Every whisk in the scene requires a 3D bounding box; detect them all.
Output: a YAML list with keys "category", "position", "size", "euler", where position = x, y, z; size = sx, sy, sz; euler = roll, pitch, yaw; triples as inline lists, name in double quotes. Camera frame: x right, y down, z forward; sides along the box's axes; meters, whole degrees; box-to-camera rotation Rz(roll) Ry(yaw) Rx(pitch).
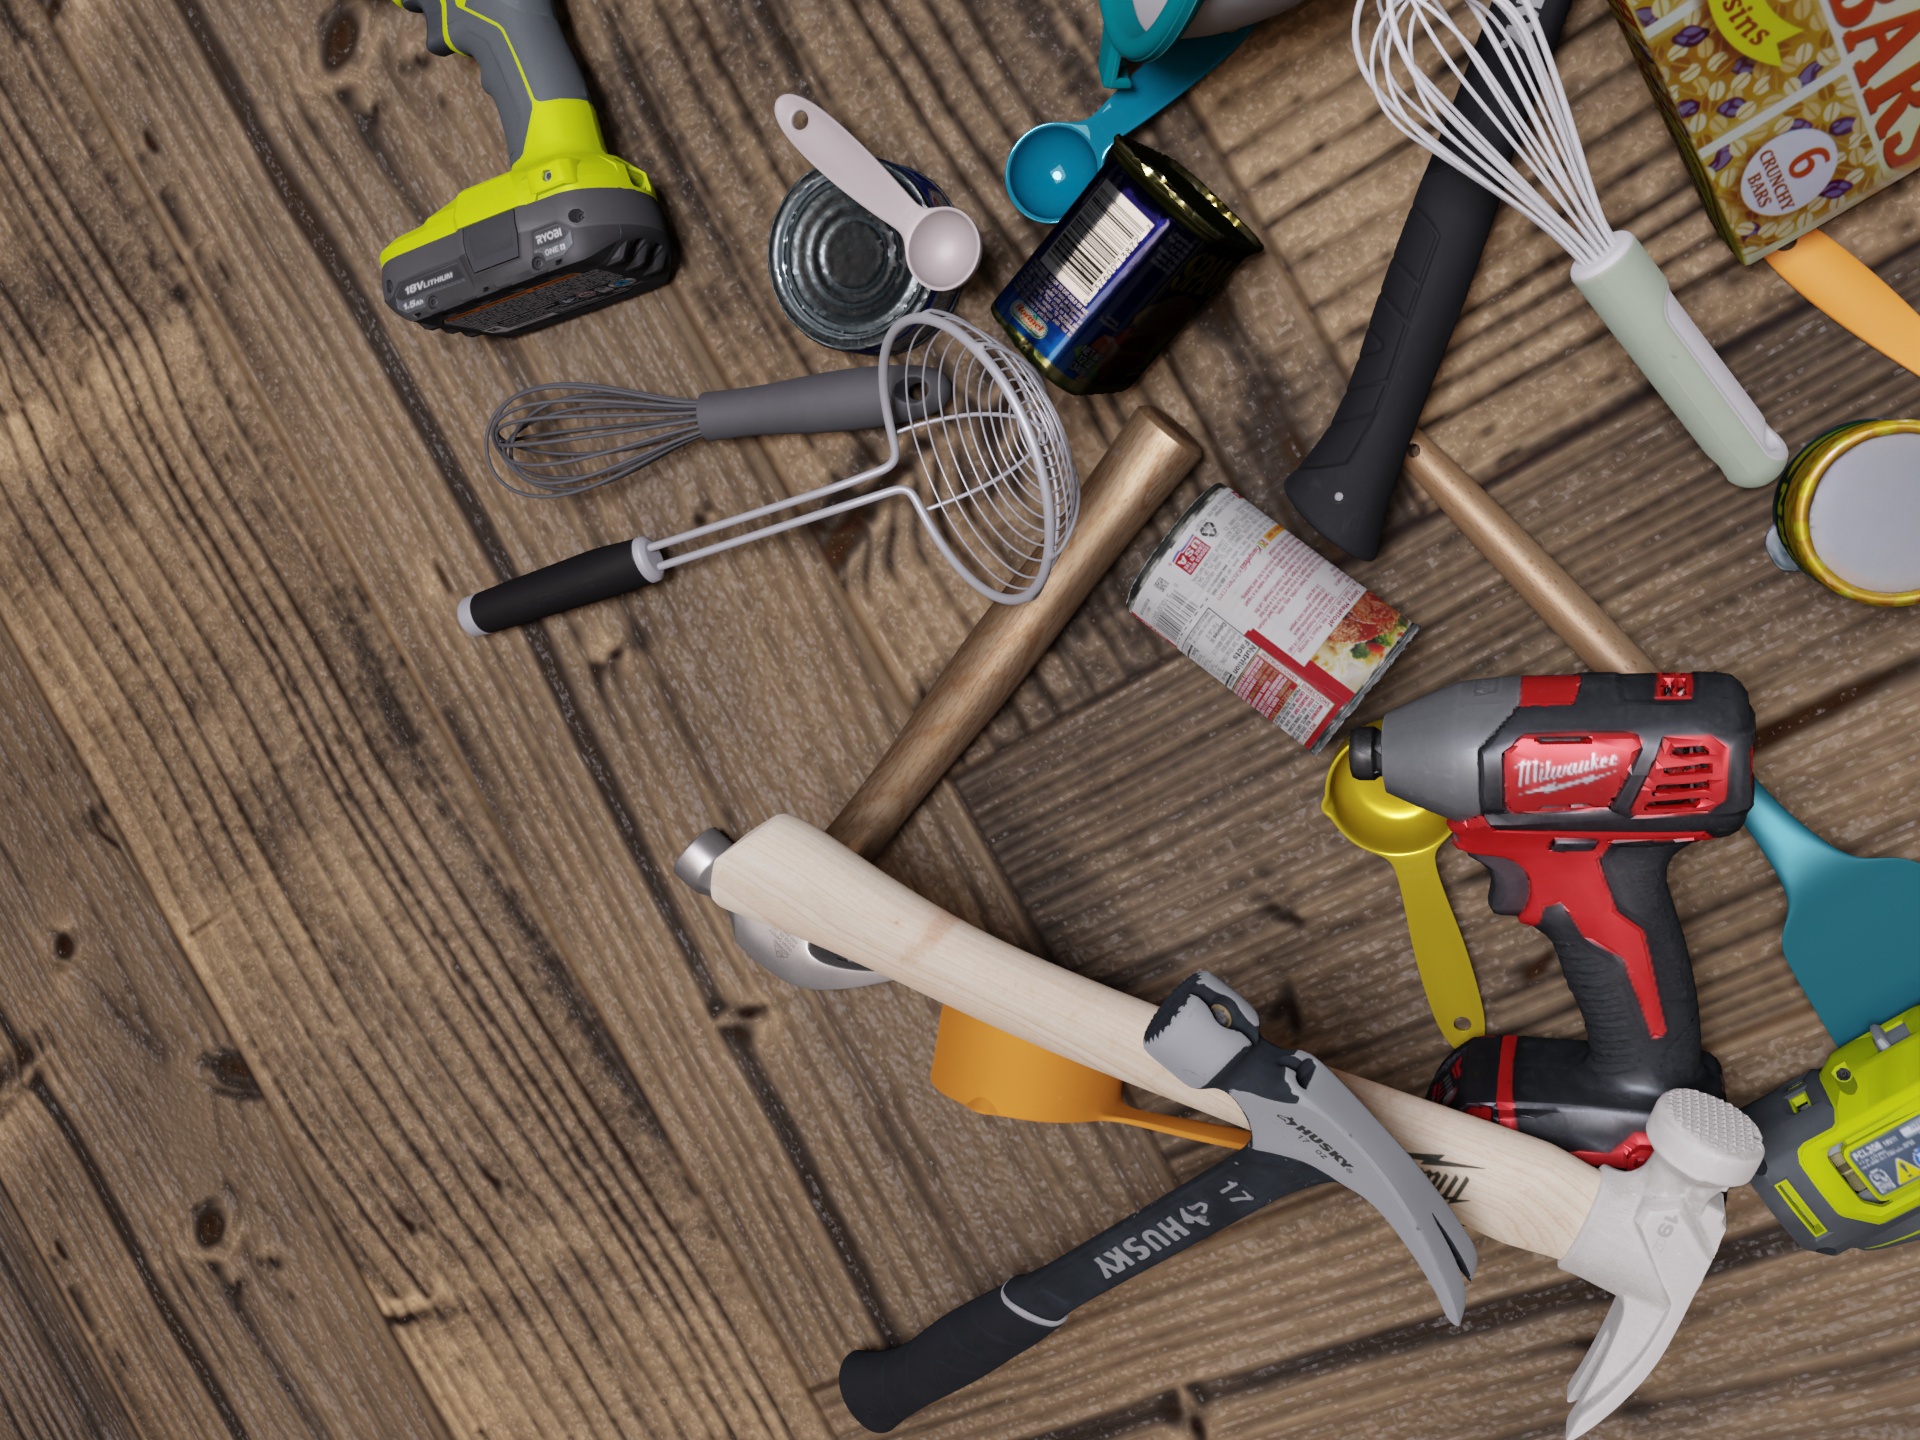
- category: "whisk"
  position: [0.226, -0.173, 0.569]
  size: [0.246, 0.058, 0.059]
  euler: [43, 139, -19]
- category: "whisk"
  position: [-0.118, -0.140, 0.750]
  size: [0.239, 0.055, 0.055]
  euler: [-4, 99, 17]

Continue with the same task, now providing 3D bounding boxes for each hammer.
- category: "hammer"
  position: [-0.001, -0.002, 0.738]
  size: [0.130, 0.031, 0.331]
  euler: [42, 111, 9]
- category: "hammer"
  position: [0.082, 0.142, 0.639]
  size: [0.411, 0.038, 0.146]
  euler: [20, 114, 15]
- category: "hammer"
  position: [0.046, 0.246, 0.682]
  size: [0.149, 0.036, 0.408]
  euler: [40, 136, 0]
- category: "hammer"
  position: [0.205, -0.223, 0.606]
  size: [0.146, 0.035, 0.334]
  euler: [22, 104, 16]

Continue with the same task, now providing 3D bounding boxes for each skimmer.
- category: "skimmer"
  position: [-0.110, -0.081, 0.722]
  size: [0.363, 0.090, 0.127]
  euler: [-13, 106, 27]

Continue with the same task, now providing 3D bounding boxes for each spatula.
- category: "spatula"
  position: [0.282, -0.002, 0.635]
  size: [0.082, 0.044, 0.317]
  euler: [-44, 78, 24]

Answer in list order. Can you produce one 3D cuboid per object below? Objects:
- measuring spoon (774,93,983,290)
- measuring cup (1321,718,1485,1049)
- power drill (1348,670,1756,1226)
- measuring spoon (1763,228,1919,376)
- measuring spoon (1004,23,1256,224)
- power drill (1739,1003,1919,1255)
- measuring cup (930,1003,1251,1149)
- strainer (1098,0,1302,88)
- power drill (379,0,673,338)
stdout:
- category: "measuring spoon"
  position: [-0.035, -0.229, 0.682]
  size: [0.124, 0.018, 0.034]
  euler: [45, 112, 15]
- category: "measuring cup"
  position: [0.200, 0.071, 0.684]
  size: [0.062, 0.029, 0.156]
  euler: [-14, 107, 21]
- category: "power drill"
  position: [0.229, 0.087, 0.622]
  size: [0.143, 0.078, 0.219]
  euler: [-1, 109, 21]
- category: "measuring spoon"
  position: [0.340, -0.150, 0.589]
  size: [0.117, 0.011, 0.021]
  euler: [44, 112, 9]
- category: "measuring spoon"
  position: [0.075, -0.258, 0.672]
  size: [0.128, 0.021, 0.042]
  euler: [-37, 86, 14]
- category: "power drill"
  position: [0.435, 0.194, 0.584]
  size: [0.190, 0.080, 0.228]
  euler: [-39, 82, 23]
- category: "measuring cup"
  position: [0.070, 0.148, 0.702]
  size: [0.174, 0.095, 0.052]
  euler: [7, 94, 28]
- category: "strainer"
  position: [0.129, -0.331, 0.499]
  size: [0.095, 0.340, 0.211]
  euler: [3, 98, -11]
- category: "power drill"
  position: [-0.229, -0.303, 0.747]
  size: [0.171, 0.080, 0.223]
  euler: [-12, 92, 22]
